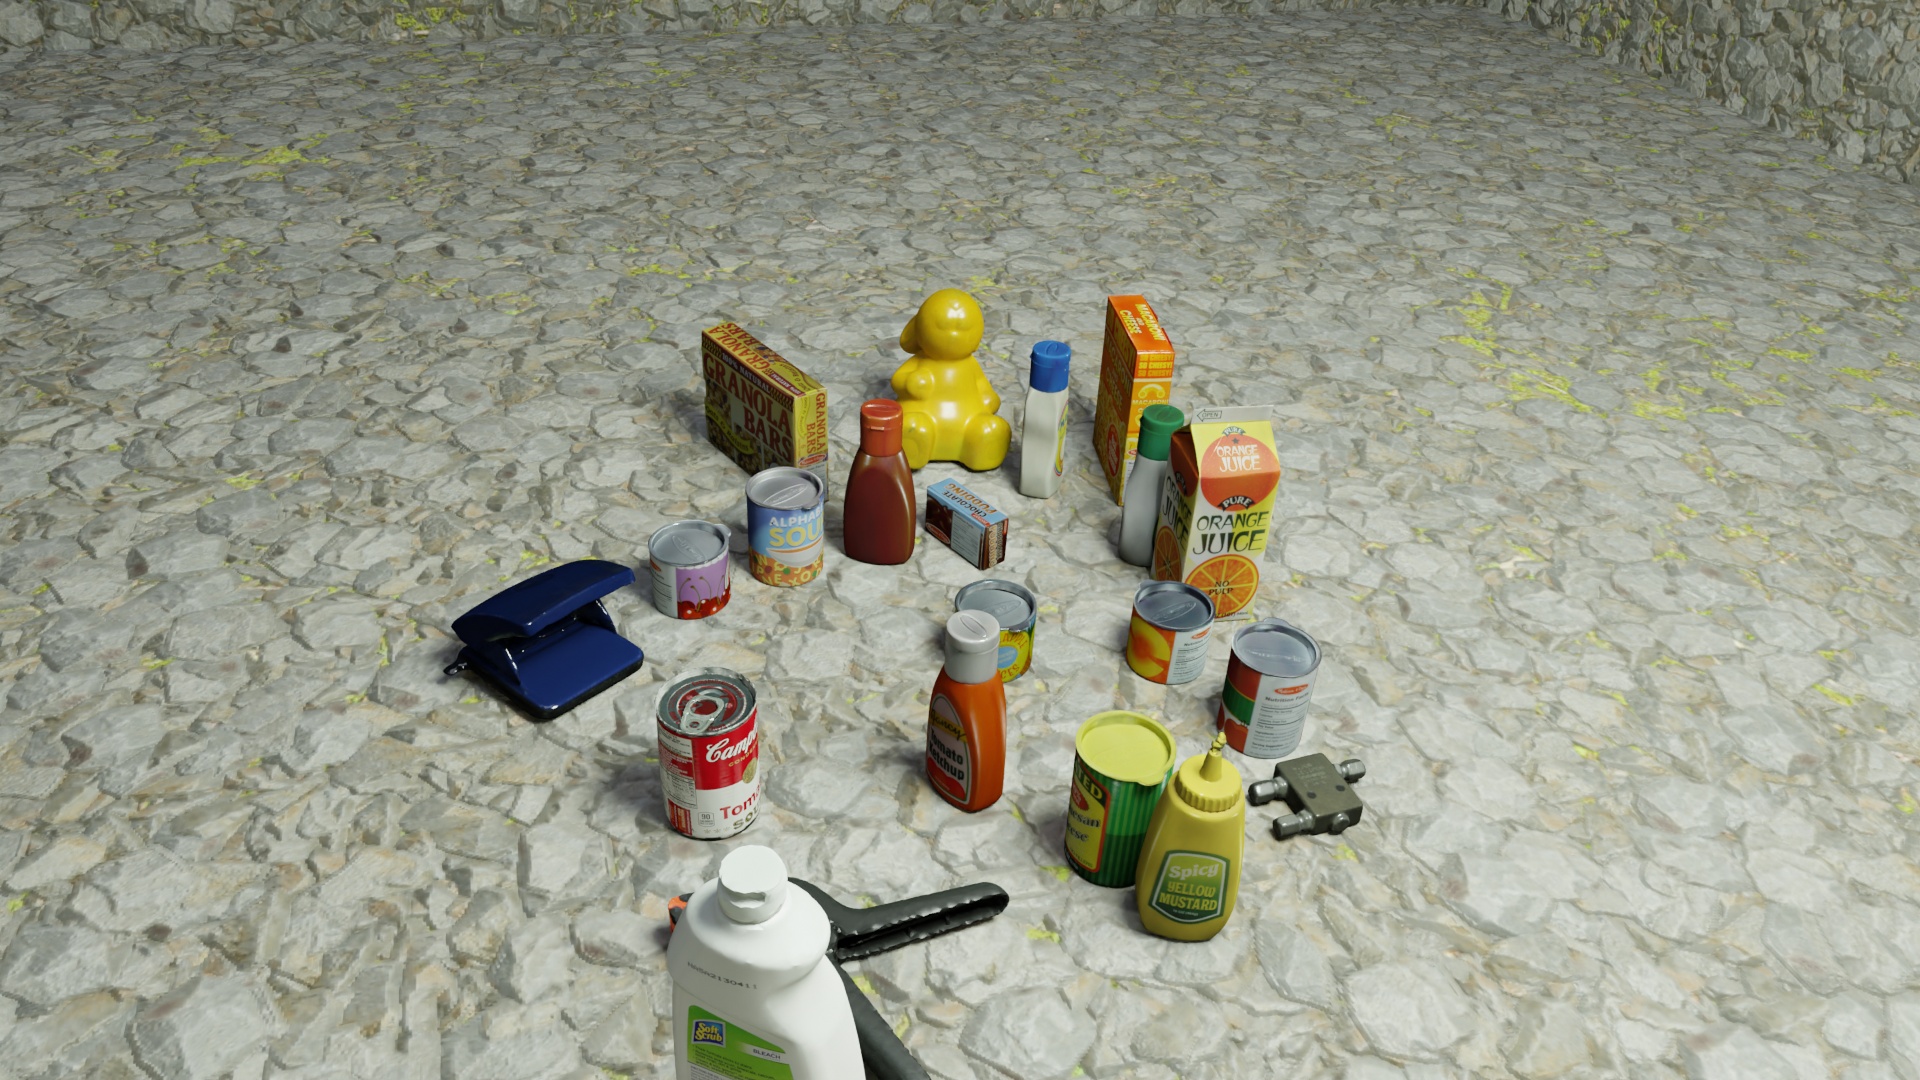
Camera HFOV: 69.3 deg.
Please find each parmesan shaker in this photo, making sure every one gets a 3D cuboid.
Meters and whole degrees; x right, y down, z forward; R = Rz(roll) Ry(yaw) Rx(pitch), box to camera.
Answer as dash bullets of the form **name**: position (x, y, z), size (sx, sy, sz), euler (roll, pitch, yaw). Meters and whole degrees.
- **parmesan shaker**: position (0.107, 0.176, 0.932), size (0.071, 0.102, 0.072), euler (2, 34, -1)

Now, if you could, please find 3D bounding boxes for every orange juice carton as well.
- **orange juice carton**: position (0.214, -0.028, 1.162), size (0.072, 0.191, 0.073), euler (-4, 35, -11)

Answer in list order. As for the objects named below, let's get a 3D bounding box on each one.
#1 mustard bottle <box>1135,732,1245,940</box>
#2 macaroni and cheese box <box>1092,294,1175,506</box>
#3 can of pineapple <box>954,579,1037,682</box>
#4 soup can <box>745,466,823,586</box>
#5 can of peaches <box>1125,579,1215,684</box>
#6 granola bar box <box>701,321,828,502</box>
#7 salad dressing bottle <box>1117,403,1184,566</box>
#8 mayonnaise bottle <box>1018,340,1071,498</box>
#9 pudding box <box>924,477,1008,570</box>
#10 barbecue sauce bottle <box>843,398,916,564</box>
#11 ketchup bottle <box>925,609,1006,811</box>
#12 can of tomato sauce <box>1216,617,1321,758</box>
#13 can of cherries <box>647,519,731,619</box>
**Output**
- **mustard bottle**: position (0.148, 0.184, 0.874), size (0.065, 0.159, 0.049), euler (6, 34, 4)
- **macaroni and cheese box**: position (0.165, -0.136, 1.339), size (0.040, 0.165, 0.124), euler (-2, 34, -8)
- **can of pineapple**: position (0.027, 0.074, 1.115), size (0.071, 0.057, 0.071), euler (2, 34, -1)
- **soup can**: position (-0.150, -0.010, 1.201), size (0.071, 0.083, 0.072), euler (2, 34, -1)
- **can of peaches**: position (0.168, 0.074, 1.127), size (0.071, 0.057, 0.071), euler (2, 34, -1)
- **granola bar box**: position (-0.188, -0.119, 1.322), size (0.039, 0.123, 0.166), euler (-22, 42, -33)
- **salad dressing bottle**: position (0.170, -0.048, 1.227), size (0.044, 0.146, 0.064), euler (18, 37, 21)
- **mayonnaise bottle**: position (0.081, -0.116, 1.319), size (0.041, 0.147, 0.065), euler (11, 35, 12)
- **pudding box**: position (0.004, -0.016, 1.252), size (0.030, 0.049, 0.084), euler (-23, 42, -34)
- **barbecue sauce bottle**: position (-0.070, -0.050, 1.209), size (0.065, 0.147, 0.044), euler (7, 34, 6)
- **ketchup bottle**: position (0.006, 0.117, 0.970), size (0.044, 0.148, 0.065), euler (-22, 42, -32)
- **can of tomato sauce**: position (0.232, 0.112, 1.054), size (0.071, 0.082, 0.071), euler (2, 34, -1)
- **can of cherries**: position (-0.224, 0.024, 1.167), size (0.071, 0.058, 0.072), euler (2, 34, -1)
